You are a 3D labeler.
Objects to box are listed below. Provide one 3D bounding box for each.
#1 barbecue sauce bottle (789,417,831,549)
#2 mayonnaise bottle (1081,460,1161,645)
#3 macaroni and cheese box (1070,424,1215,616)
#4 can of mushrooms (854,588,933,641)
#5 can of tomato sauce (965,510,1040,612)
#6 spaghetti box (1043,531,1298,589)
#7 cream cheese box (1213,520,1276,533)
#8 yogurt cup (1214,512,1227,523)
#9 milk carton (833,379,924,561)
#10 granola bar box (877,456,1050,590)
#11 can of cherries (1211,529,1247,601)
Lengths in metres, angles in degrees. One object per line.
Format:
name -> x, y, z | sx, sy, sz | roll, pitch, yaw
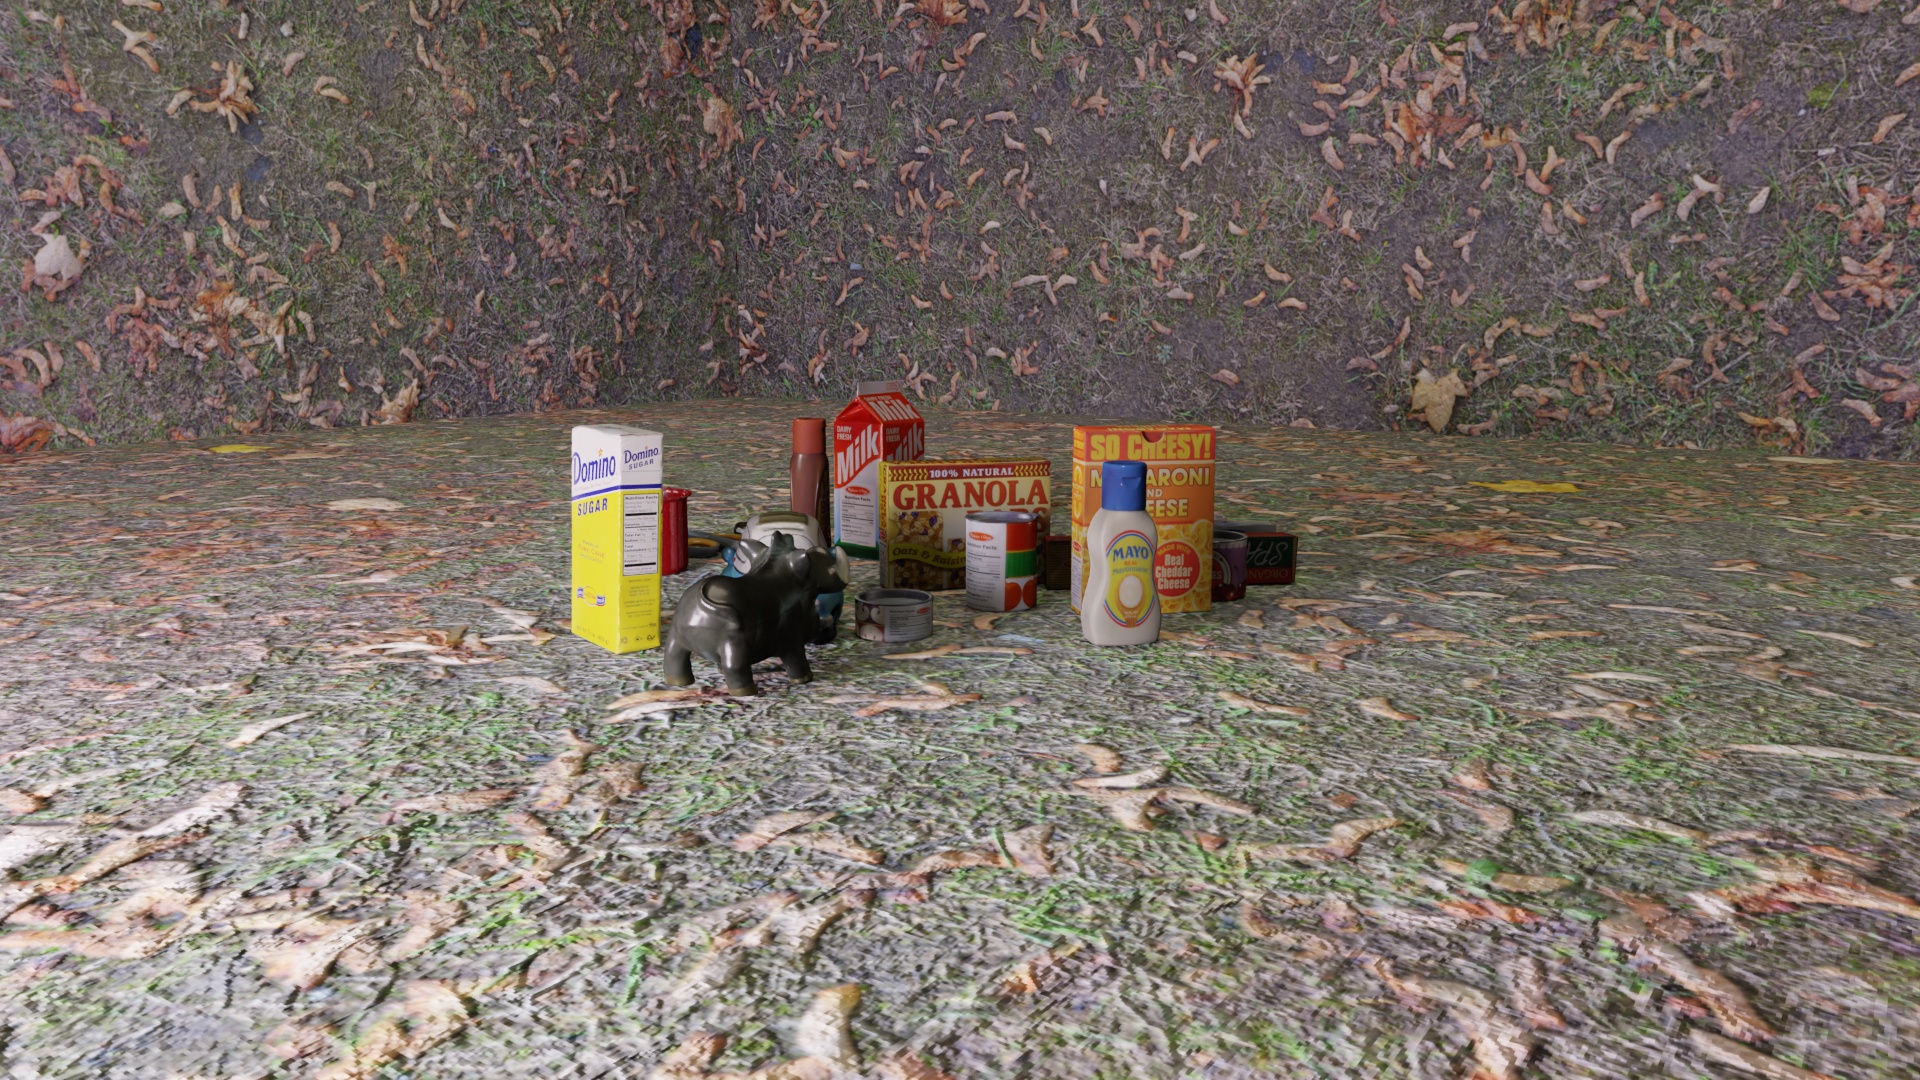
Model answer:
barbecue sauce bottle -> -0.167, -0.061, 1.536 | 0.044, 0.148, 0.065 | 1, 9, 8
mayonnaise bottle -> 0.132, 0.010, 1.129 | 0.065, 0.147, 0.041 | -2, 10, -14
macaroni and cheese box -> 0.163, -0.019, 1.240 | 0.124, 0.166, 0.040 | -2, 9, -12
can of mushrooms -> -0.057, 0.062, 1.165 | 0.071, 0.033, 0.071 | 0, 10, 0
can of tomato sauce -> 0.039, 0.018, 1.271 | 0.071, 0.083, 0.071 | 0, 9, 0
spaghetti box -> 0.206, 0.019, 1.362 | 0.250, 0.050, 0.029 | -1, 9, -7
cream cheese box -> 0.268, 0.009, 1.413 | 0.104, 0.053, 0.024 | -2, 9, -9
yogurt cup -> 0.246, 0.000, 1.463 | 0.072, 0.054, 0.072 | 0, 10, 0
milk carton -> -0.088, -0.078, 1.513 | 0.073, 0.190, 0.072 | 7, 12, 38
granola bar box -> 0.005, -0.017, 1.354 | 0.166, 0.124, 0.039 | -3, 10, -16
can of cherries -> 0.236, 0.024, 1.313 | 0.071, 0.058, 0.071 | 0, 10, 0
